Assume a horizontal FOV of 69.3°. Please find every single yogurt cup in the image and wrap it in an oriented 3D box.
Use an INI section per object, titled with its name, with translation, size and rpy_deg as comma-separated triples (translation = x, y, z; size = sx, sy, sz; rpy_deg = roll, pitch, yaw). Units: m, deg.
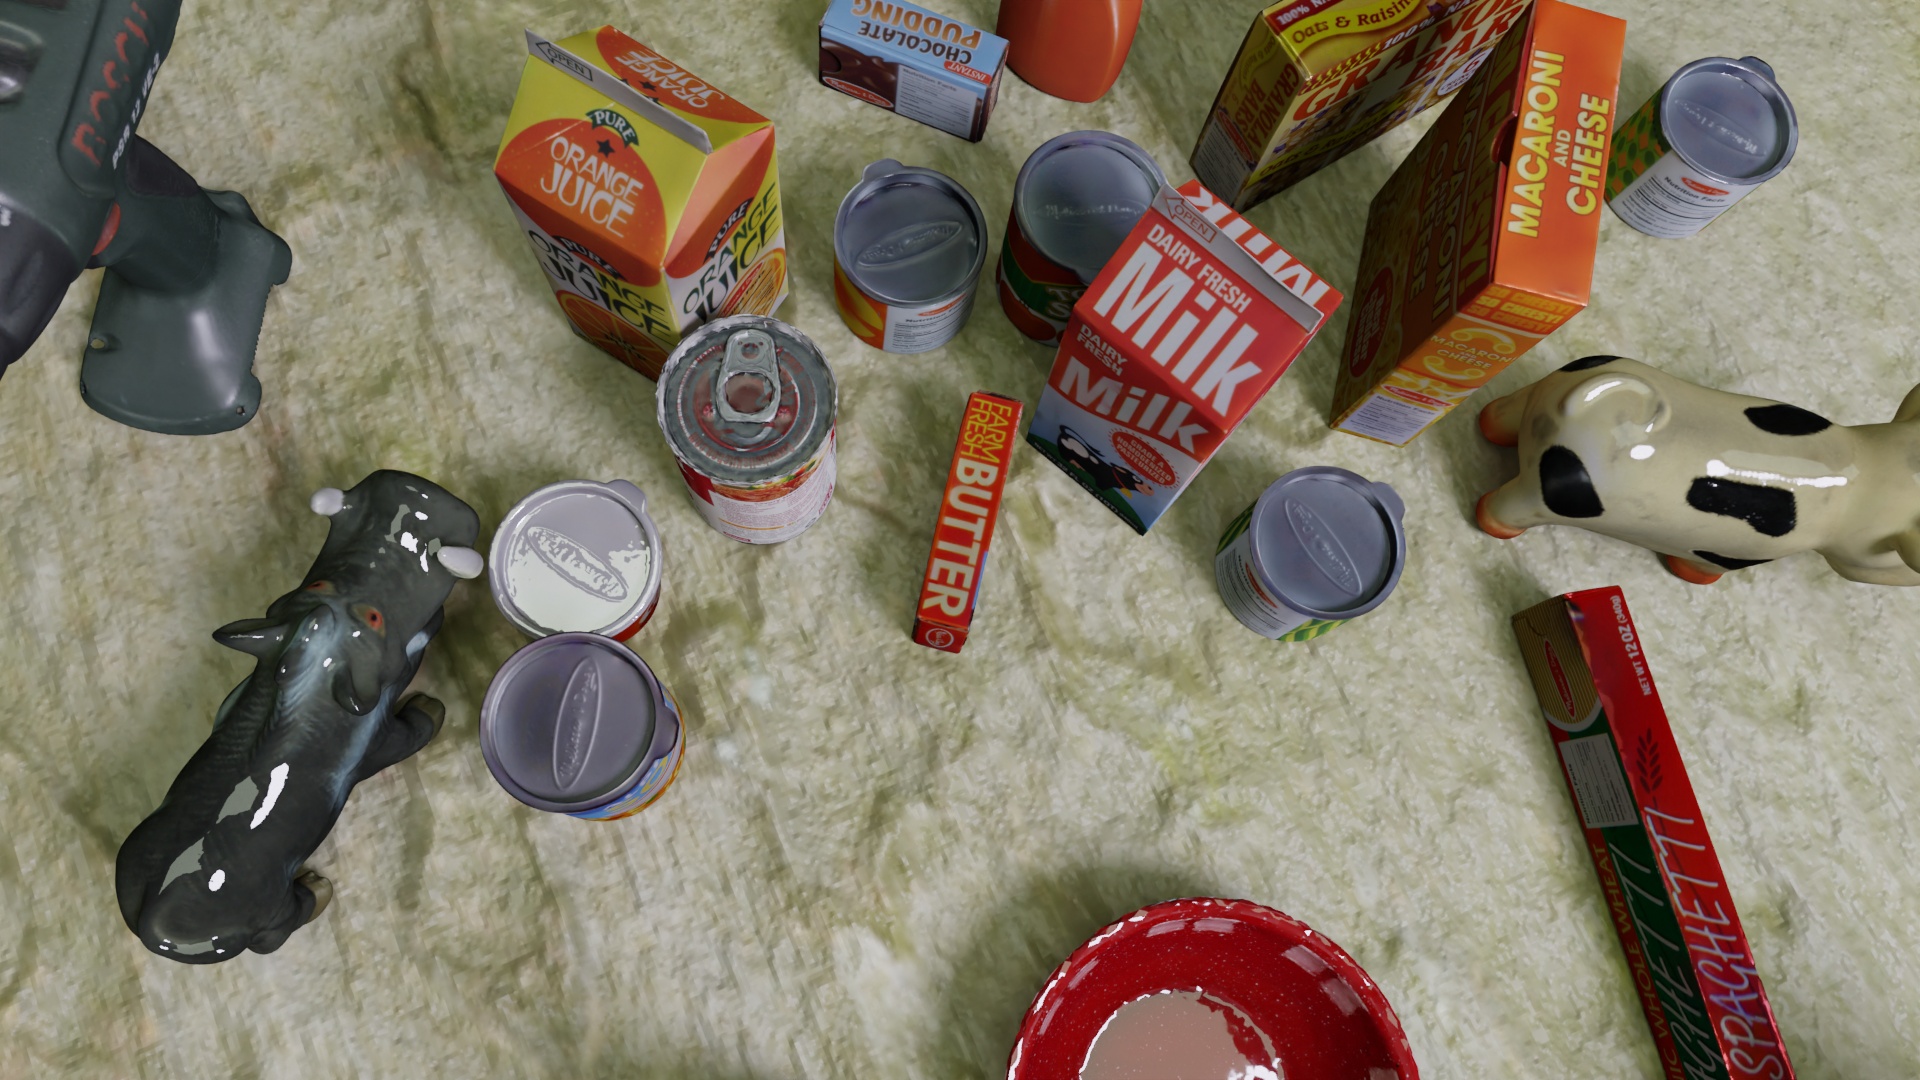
[yogurt cup]
translation = -0.154, 0.014, 0.572
size = 0.072, 0.053, 0.072
rpy_deg = 1, 76, -5

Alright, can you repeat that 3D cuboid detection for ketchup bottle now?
[ketchup bottle]
translation = 0.053, -0.254, 0.610
size = 0.065, 0.148, 0.043
rpy_deg = 31, 76, 3

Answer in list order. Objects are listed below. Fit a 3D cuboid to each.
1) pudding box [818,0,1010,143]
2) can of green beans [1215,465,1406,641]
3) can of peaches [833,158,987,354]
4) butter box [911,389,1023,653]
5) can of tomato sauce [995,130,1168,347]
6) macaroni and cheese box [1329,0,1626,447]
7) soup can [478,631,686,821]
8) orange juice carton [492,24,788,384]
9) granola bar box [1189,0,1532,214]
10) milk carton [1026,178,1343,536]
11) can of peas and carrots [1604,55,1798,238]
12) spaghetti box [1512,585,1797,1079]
[pudding box]
translation = -0.023, -0.223, 0.647
size = 0.084, 0.049, 0.030
rpy_deg = 21, 75, 1
[can of green beans]
translation = 0.149, 0.007, 0.598
size = 0.071, 0.057, 0.071
rpy_deg = 1, 76, -5
[can of peaches]
translation = -0.024, -0.125, 0.617
size = 0.071, 0.058, 0.071
rpy_deg = 1, 76, -5
[butter box]
translation = 0.002, -0.007, 0.592
size = 0.024, 0.053, 0.104
rpy_deg = 14, 75, -1
[can of tomato sauce]
translation = 0.052, -0.128, 0.612
size = 0.071, 0.083, 0.071
rpy_deg = 1, 76, -5
[macaroni and cheese box]
translation = 0.209, -0.123, 0.581
size = 0.040, 0.166, 0.124
rpy_deg = 15, 75, -1
[soup can]
translation = -0.141, 0.076, 0.542
size = 0.071, 0.083, 0.071
rpy_deg = 1, 76, -5
[orange juice carton]
translation = -0.119, -0.126, 0.540
size = 0.072, 0.192, 0.073
rpy_deg = 32, 76, 3
[granola bar box]
translation = 0.192, -0.224, 0.627
size = 0.166, 0.124, 0.039
rpy_deg = -30, 81, -11
[milk carton]
translation = 0.085, -0.072, 0.545
size = 0.072, 0.190, 0.073
rpy_deg = 41, 77, 6
[can of peas and carrots]
translation = 0.352, -0.189, 0.666
size = 0.071, 0.058, 0.071
rpy_deg = 1, 76, -5
[spaghetti box]
translation = 0.292, 0.143, 0.579
size = 0.029, 0.050, 0.250
rpy_deg = -12, 77, -8
